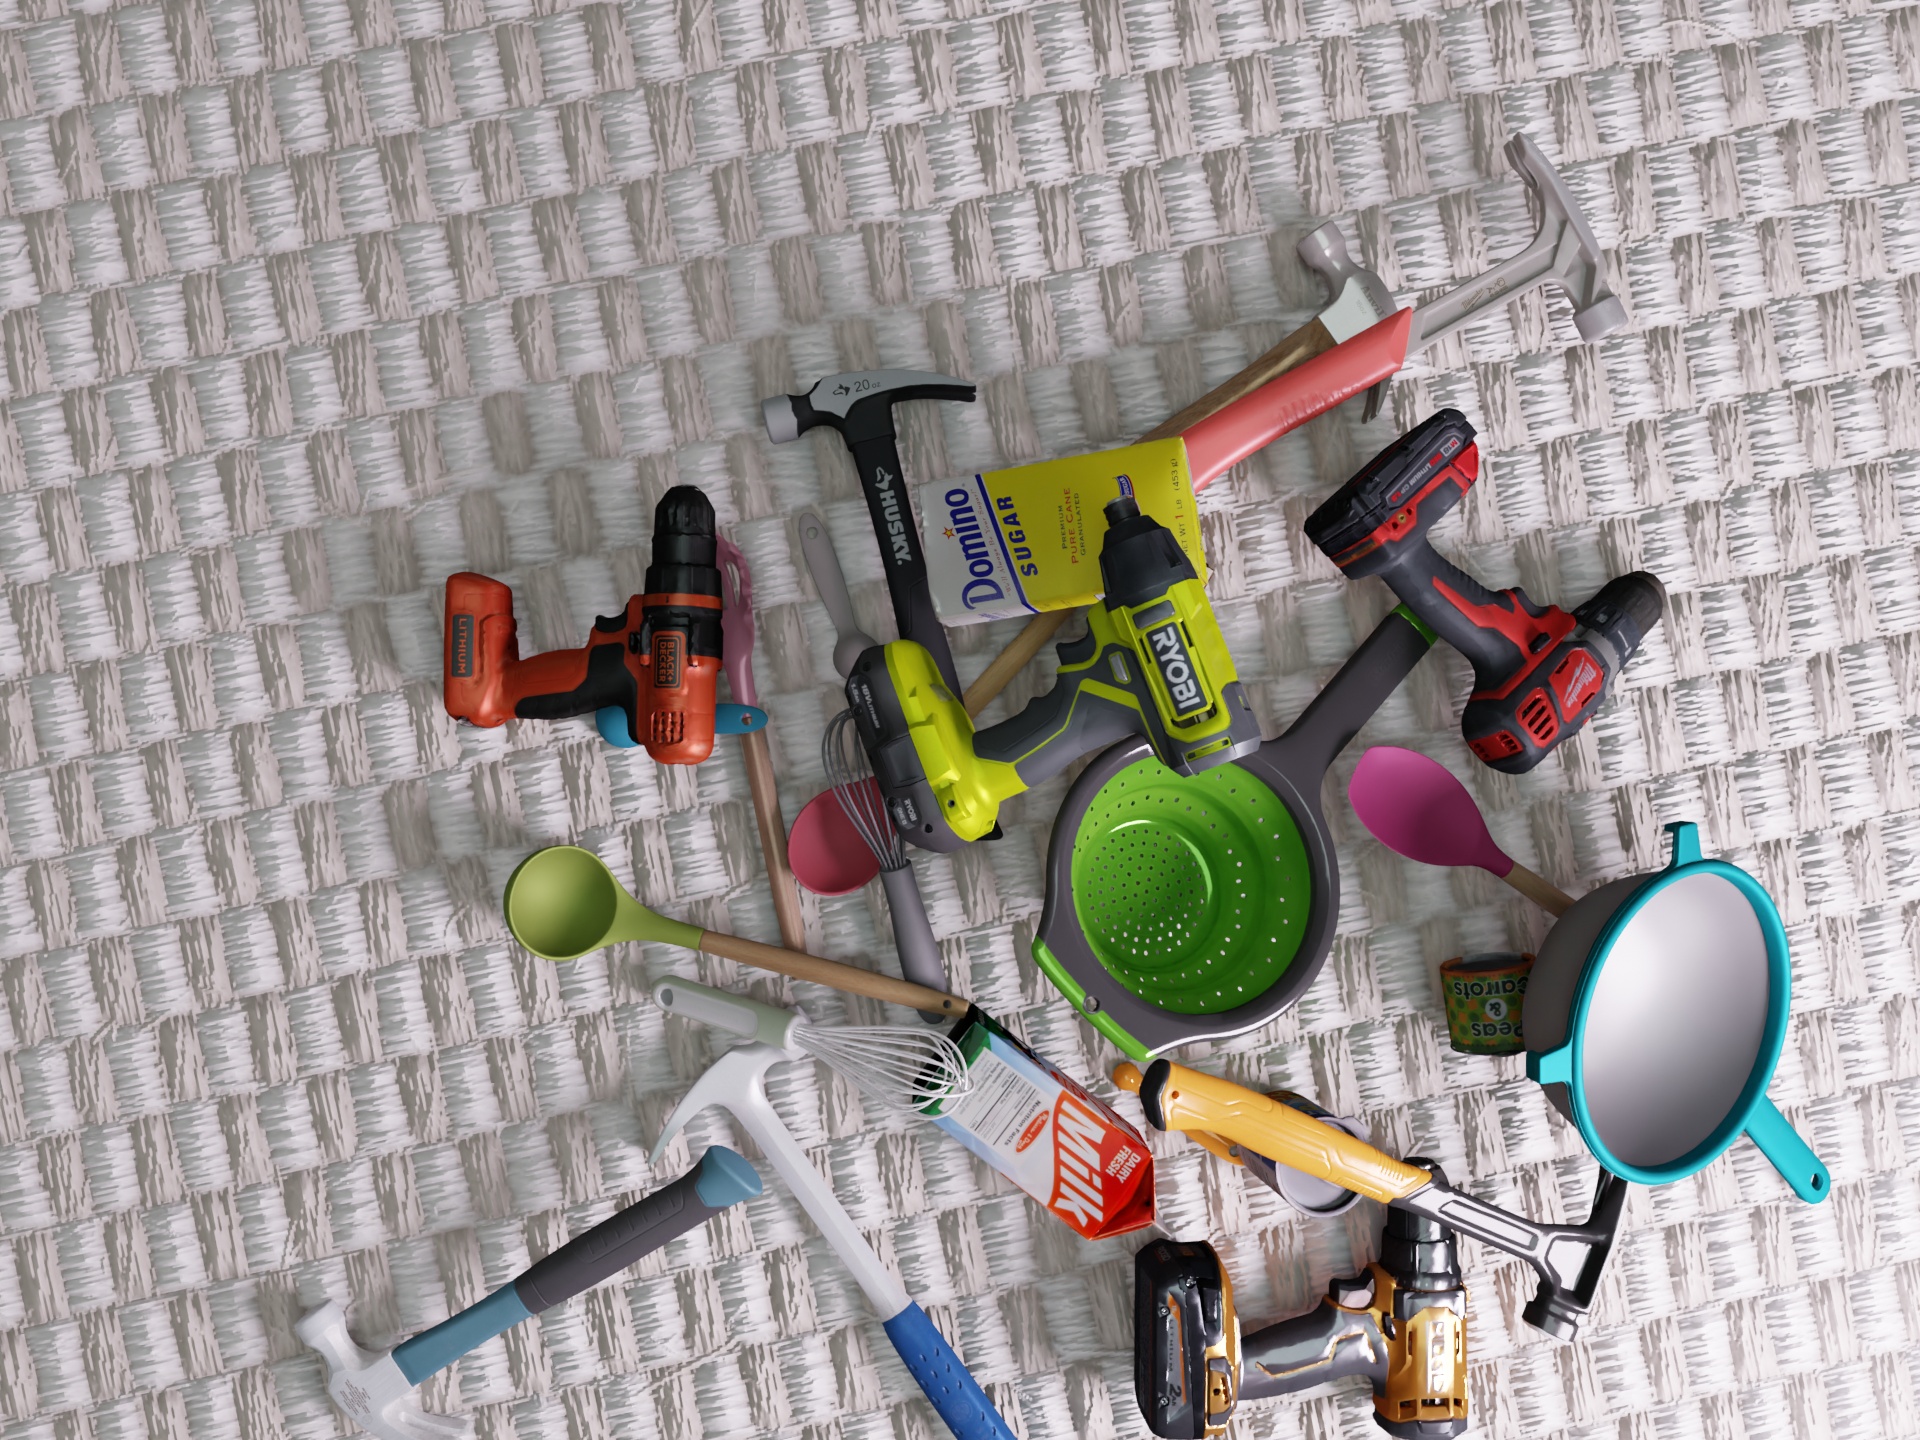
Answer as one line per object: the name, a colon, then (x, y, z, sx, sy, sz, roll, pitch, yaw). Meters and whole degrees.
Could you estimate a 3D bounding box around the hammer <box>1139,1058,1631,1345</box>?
hammer: (0.272, 0.285, 1.022, 0.336, 0.034, 0.127, 24, 86, -9)

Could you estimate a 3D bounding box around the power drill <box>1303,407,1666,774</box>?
power drill: (0.366, -0.099, 1.081, 0.188, 0.080, 0.226, -40, 92, -21)

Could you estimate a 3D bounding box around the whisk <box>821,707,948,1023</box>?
whisk: (-0.045, 0.100, 1.070, 0.055, 0.055, 0.238, -15, 107, -2)

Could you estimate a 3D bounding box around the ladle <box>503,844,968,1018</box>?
ladle: (-0.150, 0.154, 1.069, 0.320, 0.062, 0.078, 14, 80, 3)

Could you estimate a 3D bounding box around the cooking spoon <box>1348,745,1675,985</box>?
cooking spoon: (0.392, 0.114, 1.088, 0.318, 0.017, 0.069, 32, 76, -13)

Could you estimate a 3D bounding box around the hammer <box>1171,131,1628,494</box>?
hammer: (0.263, -0.249, 1.074, 0.359, 0.037, 0.149, -29, 90, -1)

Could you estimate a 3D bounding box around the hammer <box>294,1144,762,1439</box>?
hammer: (-0.281, 0.379, 1.069, 0.331, 0.033, 0.128, -31, 92, 7)

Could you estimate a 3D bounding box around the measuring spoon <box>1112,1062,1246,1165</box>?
measuring spoon: (0.157, 0.277, 1.113, 0.117, 0.011, 0.021, 35, 89, -2)

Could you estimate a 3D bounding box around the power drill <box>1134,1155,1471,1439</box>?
power drill: (0.236, 0.394, 1.084, 0.226, 0.084, 0.185, 1, 89, -6)

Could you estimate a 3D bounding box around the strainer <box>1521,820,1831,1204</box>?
strainer: (0.479, 0.225, 1.070, 0.340, 0.095, 0.211, 43, 76, -28)

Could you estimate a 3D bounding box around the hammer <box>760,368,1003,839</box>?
hammer: (-0.026, -0.079, 1.081, 0.146, 0.035, 0.335, -15, 84, -2)

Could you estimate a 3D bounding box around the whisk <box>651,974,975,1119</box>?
whisk: (-0.102, 0.209, 1.049, 0.246, 0.059, 0.058, 12, 98, 25)

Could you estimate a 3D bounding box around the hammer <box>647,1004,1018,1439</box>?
hammer: (-0.055, 0.401, 1.095, 0.144, 0.035, 0.405, -35, 91, -2)

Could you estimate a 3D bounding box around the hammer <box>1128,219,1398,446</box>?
hammer: (0.163, -0.200, 1.106, 0.331, 0.031, 0.130, -36, 90, -1)

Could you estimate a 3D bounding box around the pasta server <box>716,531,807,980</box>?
pasta server: (-0.144, 0.025, 1.093, 0.060, 0.040, 0.316, -11, 92, 20)

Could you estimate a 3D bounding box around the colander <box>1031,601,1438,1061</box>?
colander: (0.195, 0.055, 1.088, 0.204, 0.094, 0.397, 46, 71, -3)

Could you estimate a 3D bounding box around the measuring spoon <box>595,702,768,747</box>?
measuring spoon: (-0.193, -0.001, 1.079, 0.128, 0.021, 0.042, 0, 95, 17)

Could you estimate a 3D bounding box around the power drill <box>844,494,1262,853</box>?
power drill: (0.051, -0.023, 0.976, 0.223, 0.080, 0.171, -22, 85, 17)

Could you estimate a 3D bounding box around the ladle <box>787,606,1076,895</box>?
ladle: (-0.002, -0.004, 1.103, 0.069, 0.031, 0.315, 44, 87, -10)

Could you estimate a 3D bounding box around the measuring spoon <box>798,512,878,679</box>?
measuring spoon: (-0.087, -0.086, 1.104, 0.034, 0.018, 0.124, -20, 90, -2)
